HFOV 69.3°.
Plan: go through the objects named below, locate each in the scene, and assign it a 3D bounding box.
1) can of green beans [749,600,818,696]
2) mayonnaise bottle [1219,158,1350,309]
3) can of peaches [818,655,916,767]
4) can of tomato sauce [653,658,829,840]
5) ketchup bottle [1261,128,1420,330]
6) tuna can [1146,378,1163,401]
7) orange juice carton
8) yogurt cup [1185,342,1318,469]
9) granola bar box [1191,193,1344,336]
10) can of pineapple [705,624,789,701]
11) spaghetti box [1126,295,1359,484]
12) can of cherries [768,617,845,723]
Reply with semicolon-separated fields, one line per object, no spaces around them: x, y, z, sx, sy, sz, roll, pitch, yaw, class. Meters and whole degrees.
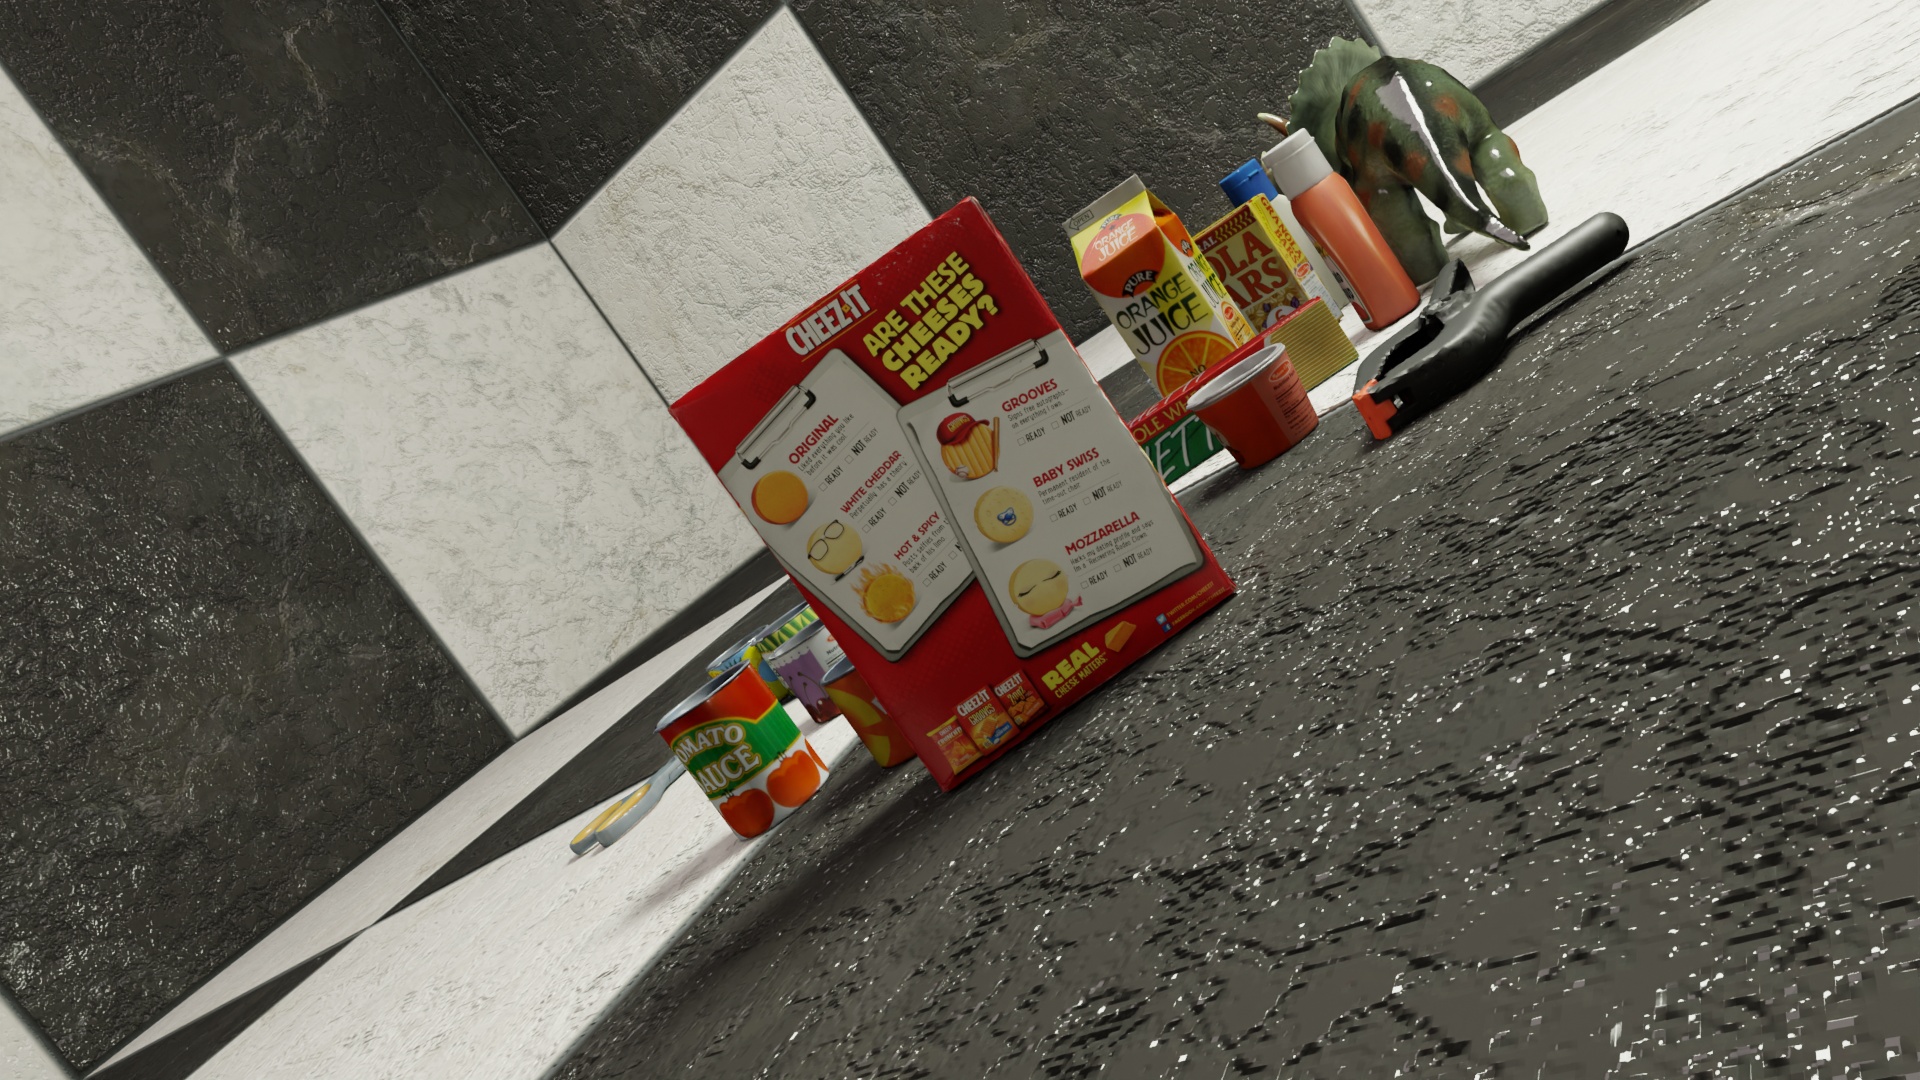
-0.132;0.089;1.167;0.071;0.058;0.071;-34;7;5;can of green beans
0.278;-0.256;1.193;0.065;0.148;0.041;-37;7;-16;mayonnaise bottle
-0.032;0.080;0.749;0.071;0.058;0.071;-34;7;5;can of peaches
-0.127;0.122;0.806;0.071;0.083;0.071;-34;7;5;can of tomato sauce
0.271;-0.222;0.992;0.043;0.148;0.065;-33;7;16;ketchup bottle
0.212;-0.155;1.303;0.071;0.033;0.071;-34;7;5;tuna can
0.160;-0.184;1.075;0.071;0.192;0.073;-32;7;27;orange juice carton
0.181;-0.080;0.846;0.072;0.054;0.072;-34;7;5;yogurt cup
0.216;-0.195;1.168;0.165;0.124;0.039;-29;9;41;granola bar box
-0.179;0.116;1.207;0.071;0.058;0.071;-34;7;5;can of pineapple
0.157;-0.078;0.965;0.250;0.050;0.029;-34;7;8;spaghetti box
-0.093;0.088;0.985;0.071;0.058;0.071;-34;7;5;can of cherries
